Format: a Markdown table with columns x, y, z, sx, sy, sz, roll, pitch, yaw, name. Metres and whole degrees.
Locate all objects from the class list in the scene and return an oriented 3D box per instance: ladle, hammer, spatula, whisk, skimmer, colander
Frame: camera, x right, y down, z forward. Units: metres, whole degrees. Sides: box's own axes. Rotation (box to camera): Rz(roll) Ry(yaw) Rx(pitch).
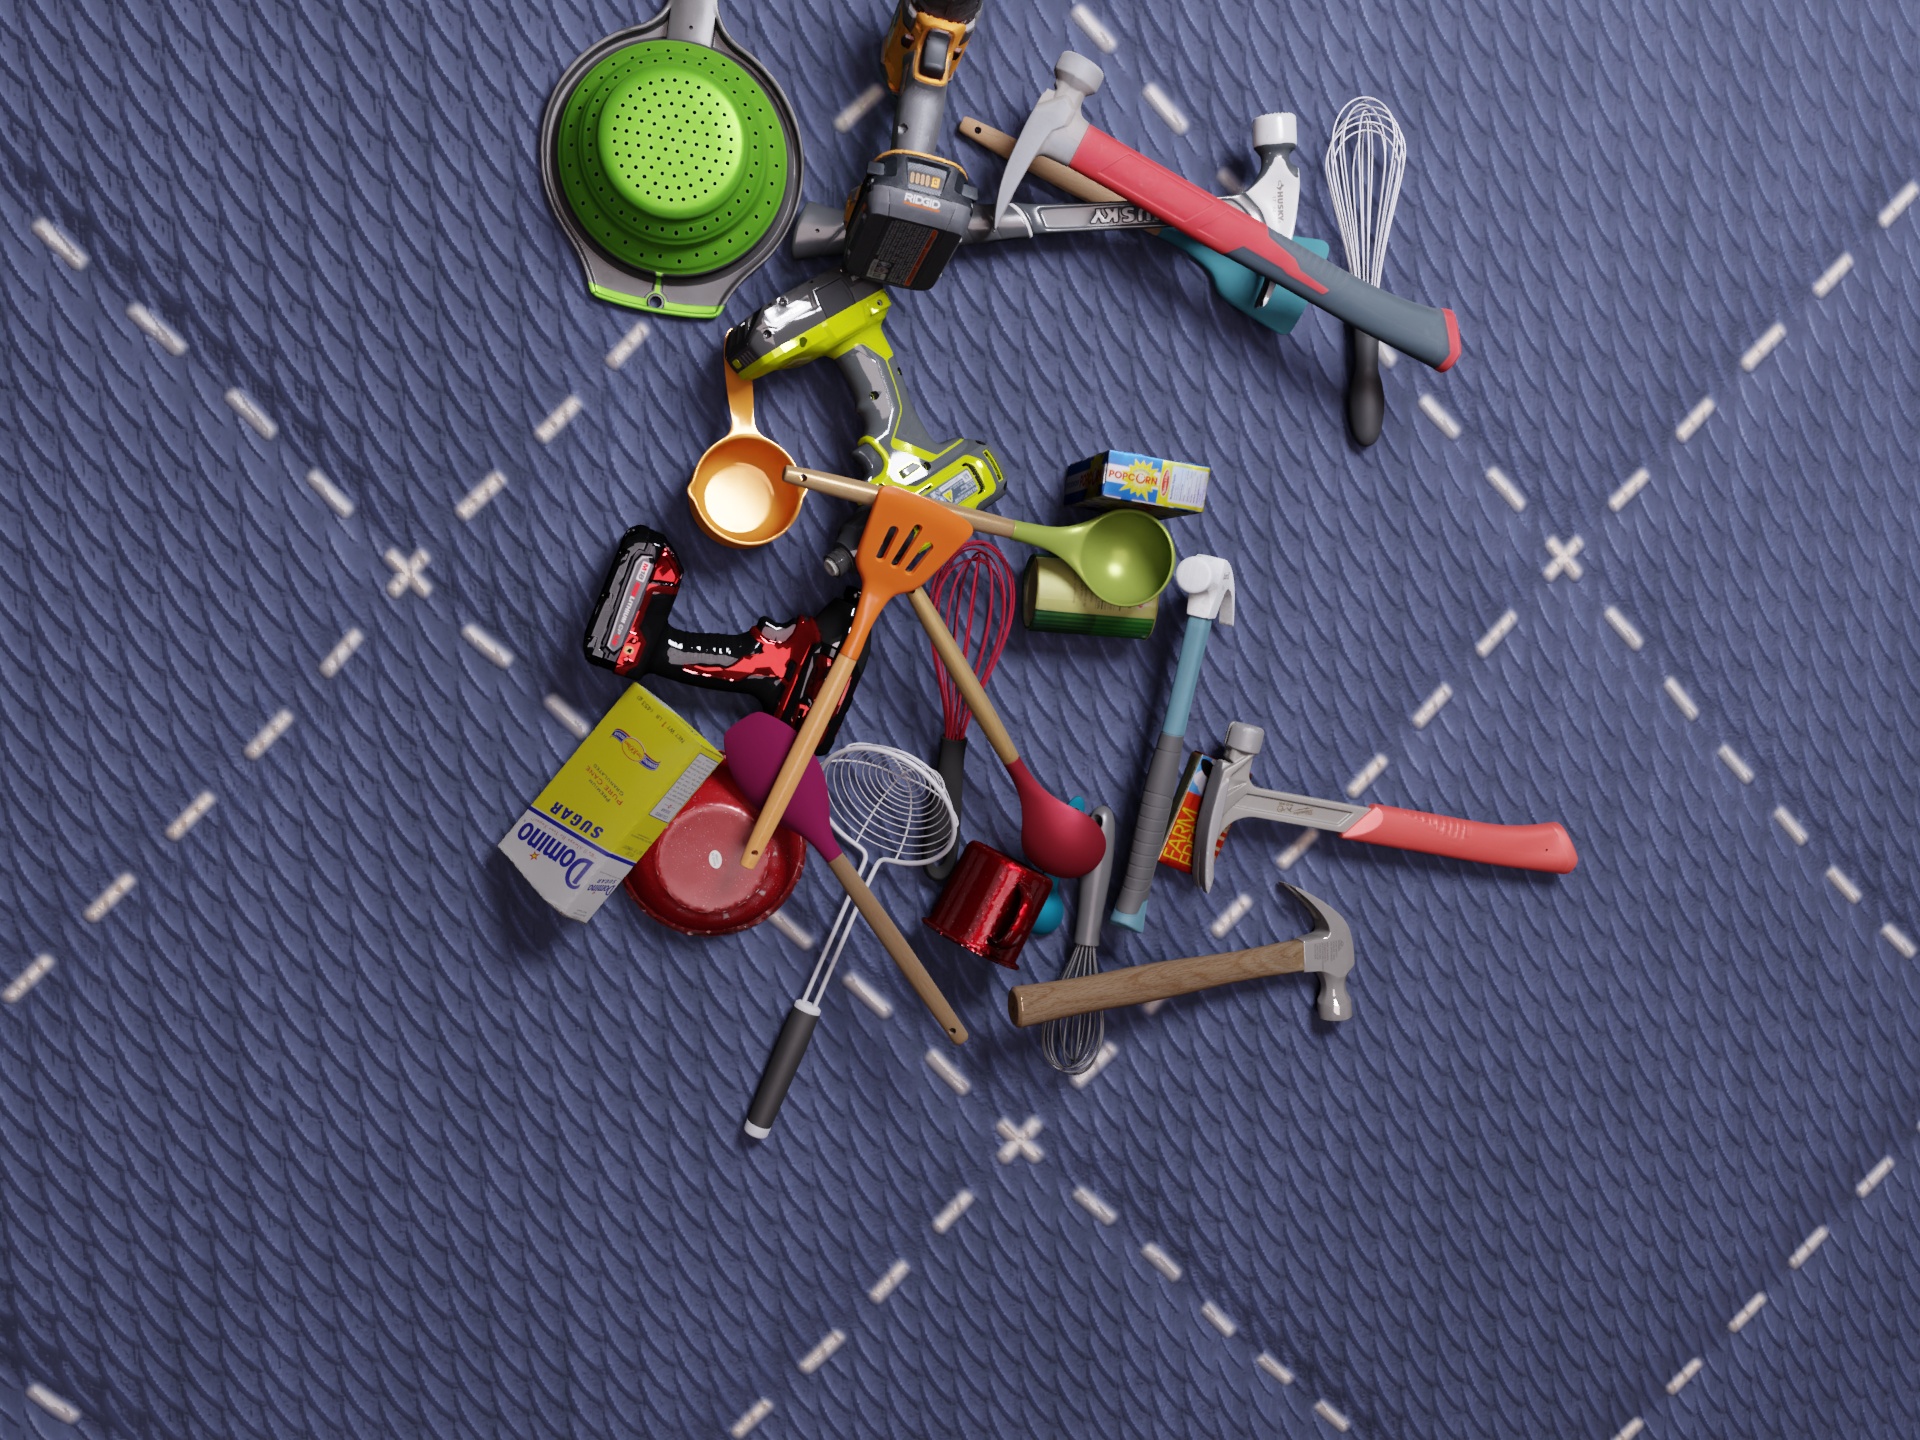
| x | y | z | sx | sy | sz | roll | pitch | yaw | name |
| --- | --- | --- | --- | --- | --- | --- | --- | --- | --- |
| 0.019 | -0.153 | 1.230 | 0.320 | 0.062 | 0.078 | 11 | 97 | -20 | ladle |
| 0.068 | -0.396 | 1.273 | 0.409 | 0.036 | 0.149 | -4 | 101 | -2 | hammer |
| 0.175 | 0.024 | 1.338 | 0.033 | 0.128 | 0.331 | 16 | 101 | 19 | hammer |
| -0.097 | -0.026 | 1.232 | 0.081 | 0.041 | 0.322 | 24 | 97 | -19 | spatula |
| 0.382 | 0.104 | 1.409 | 0.359 | 0.037 | 0.149 | 11 | 97 | -15 | hammer |
| 0.108 | 0.192 | 1.388 | 0.055 | 0.055 | 0.239 | 7 | 92 | -11 | whisk |
| 0.197 | 0.219 | 1.382 | 0.331 | 0.031 | 0.130 | -6 | 96 | -21 | hammer |
| 0.031 | 0.010 | 1.301 | 0.069 | 0.031 | 0.315 | -25 | 111 | 15 | ladle |
| -0.112 | 0.190 | 1.324 | 0.127 | 0.090 | 0.363 | 24 | 96 | 7 | skimmer |
| -0.206 | -0.512 | 1.200 | 0.204 | 0.094 | 0.397 | 8 | 97 | -11 | colander |
| -0.002 | -0.004 | 1.333 | 0.073 | 0.073 | 0.295 | 5 | 104 | -10 | whisk |
| 0.216 | -0.363 | 1.249 | 0.386 | 0.038 | 0.143 | 27 | 100 | -7 | hammer |
| 0.145 | -0.418 | 1.300 | 0.317 | 0.044 | 0.082 | 23 | 98 | -11 | spatula |
| 0.340 | -0.374 | 1.337 | 0.070 | 0.070 | 0.284 | -6 | 104 | -9 | whisk |

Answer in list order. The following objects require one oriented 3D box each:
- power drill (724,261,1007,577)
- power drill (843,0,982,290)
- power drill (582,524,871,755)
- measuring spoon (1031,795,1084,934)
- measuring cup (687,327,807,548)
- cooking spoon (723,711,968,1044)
| x | y | z | sx | sy | sz | roll | pitch | yaw | name |
| --- | --- | --- | --- | --- | --- | --- | --- | --- | --- |
| -0.081 | -0.234 | 1.253 | 0.171 | 0.080 | 0.223 | -36 | 103 | -26 | power drill |
| -0.023 | -0.456 | 1.165 | 0.084 | 0.185 | 0.226 | 10 | 78 | -13 | power drill |
| -0.181 | -0.071 | 1.283 | 0.219 | 0.079 | 0.143 | 22 | 96 | -15 | power drill |
| 0.085 | 0.128 | 1.382 | 0.042 | 0.021 | 0.128 | 17 | 97 | -12 | measuring spoon |
| -0.178 | -0.222 | 1.273 | 0.095 | 0.052 | 0.173 | -4 | 87 | -17 | measuring cup |
| -0.087 | 0.131 | 1.281 | 0.069 | 0.017 | 0.319 | -33 | 97 | 12 | cooking spoon |
